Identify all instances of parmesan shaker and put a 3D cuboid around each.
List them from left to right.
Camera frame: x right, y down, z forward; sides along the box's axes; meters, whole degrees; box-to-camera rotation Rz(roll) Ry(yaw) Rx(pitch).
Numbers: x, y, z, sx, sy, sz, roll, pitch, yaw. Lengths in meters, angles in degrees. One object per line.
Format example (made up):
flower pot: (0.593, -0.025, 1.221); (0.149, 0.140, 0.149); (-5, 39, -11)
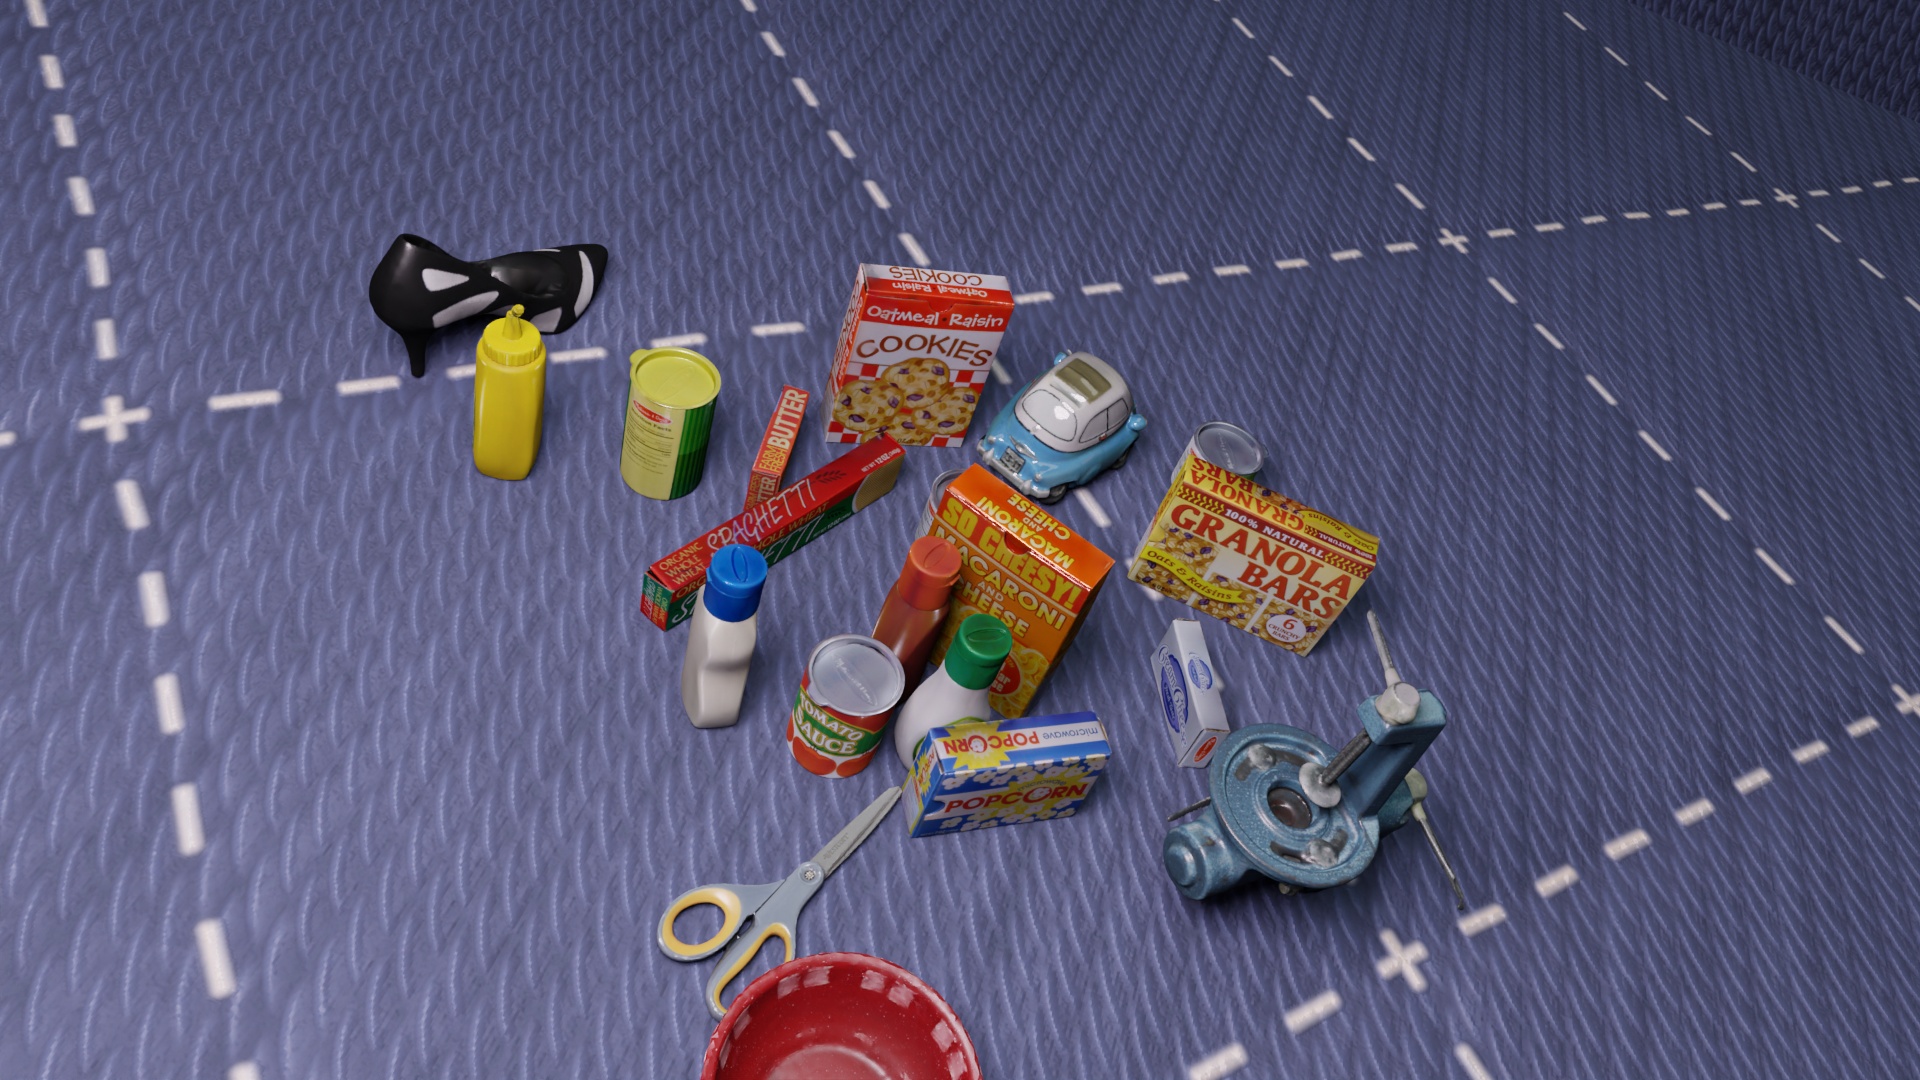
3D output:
parmesan shaker: (-0.226, -0.090, 1.066); (0.071, 0.102, 0.072); (10, 47, -11)

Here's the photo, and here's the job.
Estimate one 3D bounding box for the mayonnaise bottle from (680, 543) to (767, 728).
mayonnaise bottle: (-0.158, 0.062, 0.924); (0.041, 0.147, 0.065); (-1, 51, -21)

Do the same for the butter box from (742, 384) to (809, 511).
butter box: (-0.147, -0.072, 1.113); (0.024, 0.052, 0.104); (17, 46, -5)

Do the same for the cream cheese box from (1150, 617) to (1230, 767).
cream cheese box: (0.175, 0.117, 1.064); (0.024, 0.053, 0.104); (5, 49, -16)

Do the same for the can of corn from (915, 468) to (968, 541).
can of corn: (0.004, -0.014, 1.114); (0.071, 0.058, 0.071); (10, 47, -11)

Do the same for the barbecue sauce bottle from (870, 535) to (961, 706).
barbecue sauce bottle: (-0.035, 0.057, 0.974); (0.044, 0.147, 0.065); (35, 47, 11)

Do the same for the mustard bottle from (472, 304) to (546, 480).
mustard bottle: (-0.328, -0.114, 1.010); (0.049, 0.159, 0.065); (7, 48, -14)

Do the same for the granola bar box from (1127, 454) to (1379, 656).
granola bar box: (0.235, 0.015, 1.127); (0.165, 0.123, 0.039); (24, 46, 1)

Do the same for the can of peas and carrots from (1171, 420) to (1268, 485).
can of peas and carrots: (0.231, -0.064, 1.241); (0.071, 0.058, 0.071); (10, 47, -11)

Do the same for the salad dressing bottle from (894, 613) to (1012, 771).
salad dressing bottle: (-0.003, 0.107, 0.942); (0.064, 0.146, 0.044); (-6, 52, -24)

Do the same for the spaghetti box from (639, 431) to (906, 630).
spaghetti box: (-0.139, -0.011, 1.064); (0.029, 0.049, 0.251); (41, 49, 17)

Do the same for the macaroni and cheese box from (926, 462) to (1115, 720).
macaroni and cheese box: (0.025, 0.042, 0.997); (0.124, 0.165, 0.040); (36, 48, 12)

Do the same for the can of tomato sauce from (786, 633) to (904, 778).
can of tomato sauce: (-0.081, 0.115, 0.950); (0.071, 0.082, 0.071); (10, 47, -11)

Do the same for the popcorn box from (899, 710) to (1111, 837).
popcorn box: (0.030, 0.160, 0.950); (0.127, 0.084, 0.038); (-3, 51, -22)

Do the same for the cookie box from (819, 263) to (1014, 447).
cookie box: (-0.038, -0.147, 1.141); (0.123, 0.166, 0.040); (1, 50, -19)
